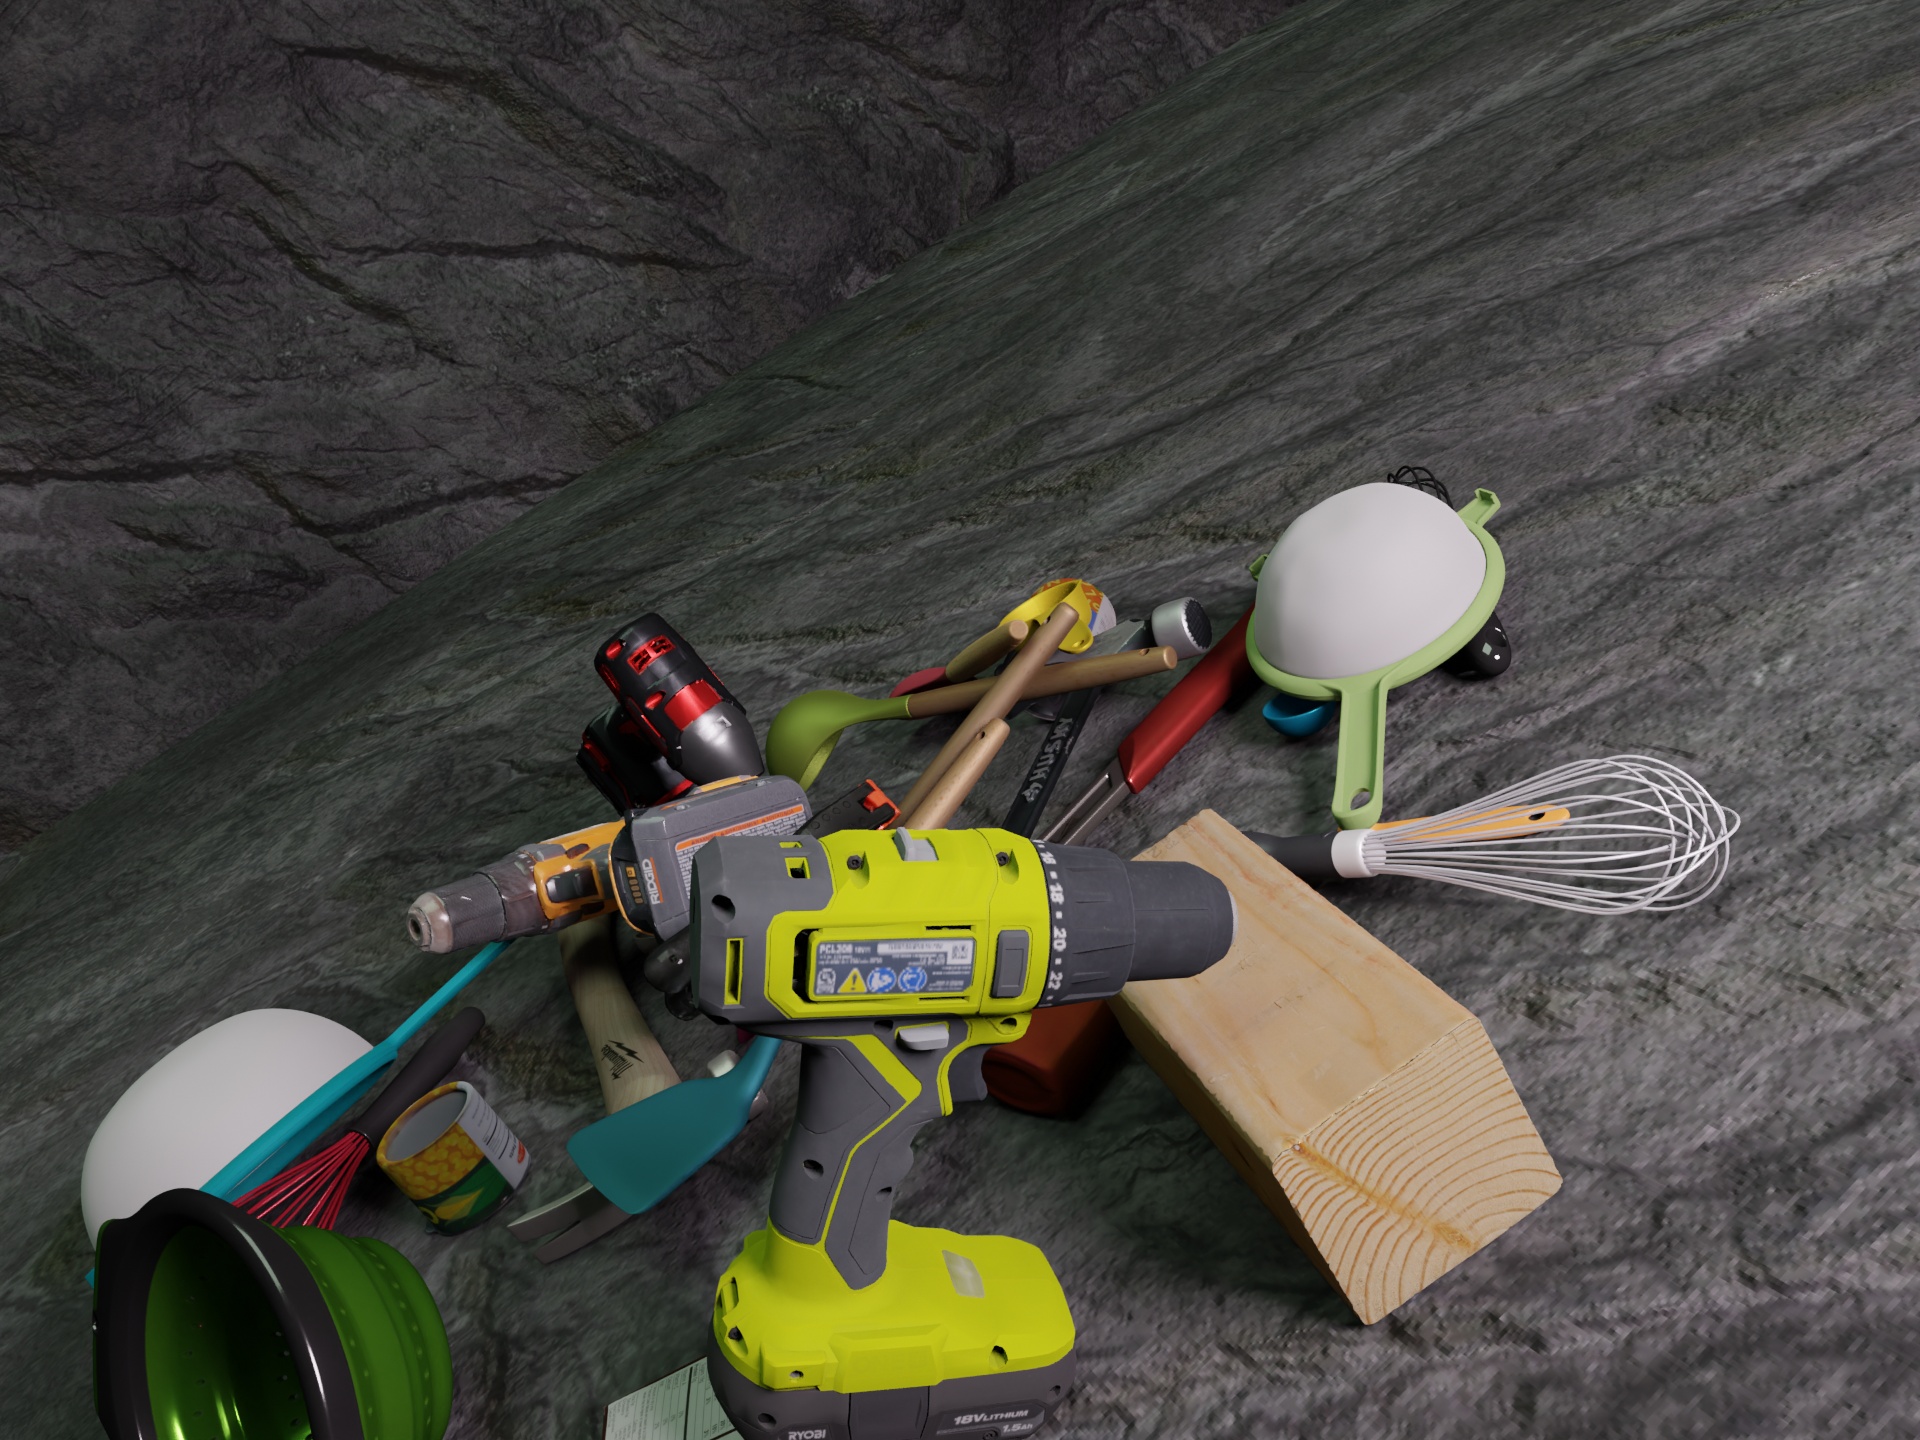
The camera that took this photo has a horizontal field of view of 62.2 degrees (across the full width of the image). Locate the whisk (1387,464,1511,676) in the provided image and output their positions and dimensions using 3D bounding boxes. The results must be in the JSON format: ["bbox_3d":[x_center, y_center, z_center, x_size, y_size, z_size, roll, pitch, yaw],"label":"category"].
[{"bbox_3d":[0.285,-0.091,0.944,0.055,0.055,0.239,-24,29,15],"label":"whisk"}]

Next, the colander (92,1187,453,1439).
[{"bbox_3d":[-0.238,0.320,0.683,0.397,0.204,0.094,13,12,37],"label":"colander"}]

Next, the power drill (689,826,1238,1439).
[{"bbox_3d":[-0.004,0.146,0.577,0.190,0.228,0.080,1,19,-14],"label":"power drill"}]

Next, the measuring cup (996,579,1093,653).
[{"bbox_3d":[0.062,-0.050,0.957,0.062,0.029,0.157,-30,17,1],"label":"measuring cup"}]

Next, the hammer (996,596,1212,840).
[{"bbox_3d":[0.021,0.068,0.858,0.149,0.036,0.409,-18,26,35],"label":"hammer"}]

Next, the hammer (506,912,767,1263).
[{"bbox_3d":[-0.235,0.186,1.014,0.146,0.038,0.411,-36,24,-8],"label":"hammer"}]

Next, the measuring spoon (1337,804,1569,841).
[{"bbox_3d":[0.234,0.048,0.766,0.117,0.011,0.021,-9,32,40],"label":"measuring spoon"}]

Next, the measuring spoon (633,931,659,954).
[{"bbox_3d":[-0.143,0.130,1.000,0.124,0.018,0.034,-10,5,-16],"label":"measuring spoon"}]

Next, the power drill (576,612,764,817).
[{"bbox_3d":[-0.198,0.020,1.109,0.078,0.143,0.219,-40,-2,-23],"label":"power drill"}]

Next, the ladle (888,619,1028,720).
[{"bbox_3d":[0.001,-0.033,1.020,0.069,0.031,0.315,-14,-3,-12],"label":"ladle"}]

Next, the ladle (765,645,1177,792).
[{"bbox_3d":[-0.002,-0.003,0.956,0.320,0.062,0.078,-10,34,40],"label":"ladle"}]

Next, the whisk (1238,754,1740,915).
[{"bbox_3d":[0.210,0.059,0.726,0.285,0.070,0.070,-10,31,49],"label":"whisk"}]

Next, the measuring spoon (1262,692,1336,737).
[{"bbox_3d":[0.209,-0.021,0.934,0.042,0.021,0.129,-13,20,28],"label":"measuring spoon"}]

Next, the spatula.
[{"bbox_3d":[-0.076,0.118,0.830,0.082,0.044,0.317,21,68,51],"label":"spatula"}]

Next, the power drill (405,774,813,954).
[{"bbox_3d":[-0.217,0.097,0.980,0.185,0.084,0.226,-16,3,-44],"label":"power drill"}]

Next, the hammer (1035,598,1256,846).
[{"bbox_3d":[0.127,0.007,0.942,0.359,0.036,0.149,-43,27,-25],"label":"hammer"}]

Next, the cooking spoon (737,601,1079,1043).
[{"bbox_3d":[-0.034,0.061,0.909,0.319,0.017,0.069,-52,19,11],"label":"cooking spoon"}]

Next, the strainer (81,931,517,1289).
[{"bbox_3d":[-0.423,0.209,1.017,0.340,0.095,0.211,-45,2,-25],"label":"strainer"}]

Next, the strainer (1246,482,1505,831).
[{"bbox_3d":[0.208,-0.051,0.854,0.151,0.069,0.257,-15,35,29],"label":"strainer"}]

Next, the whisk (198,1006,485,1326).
[{"bbox_3d":[-0.388,0.277,0.993,0.073,0.073,0.296,-16,22,30],"label":"whisk"}]
